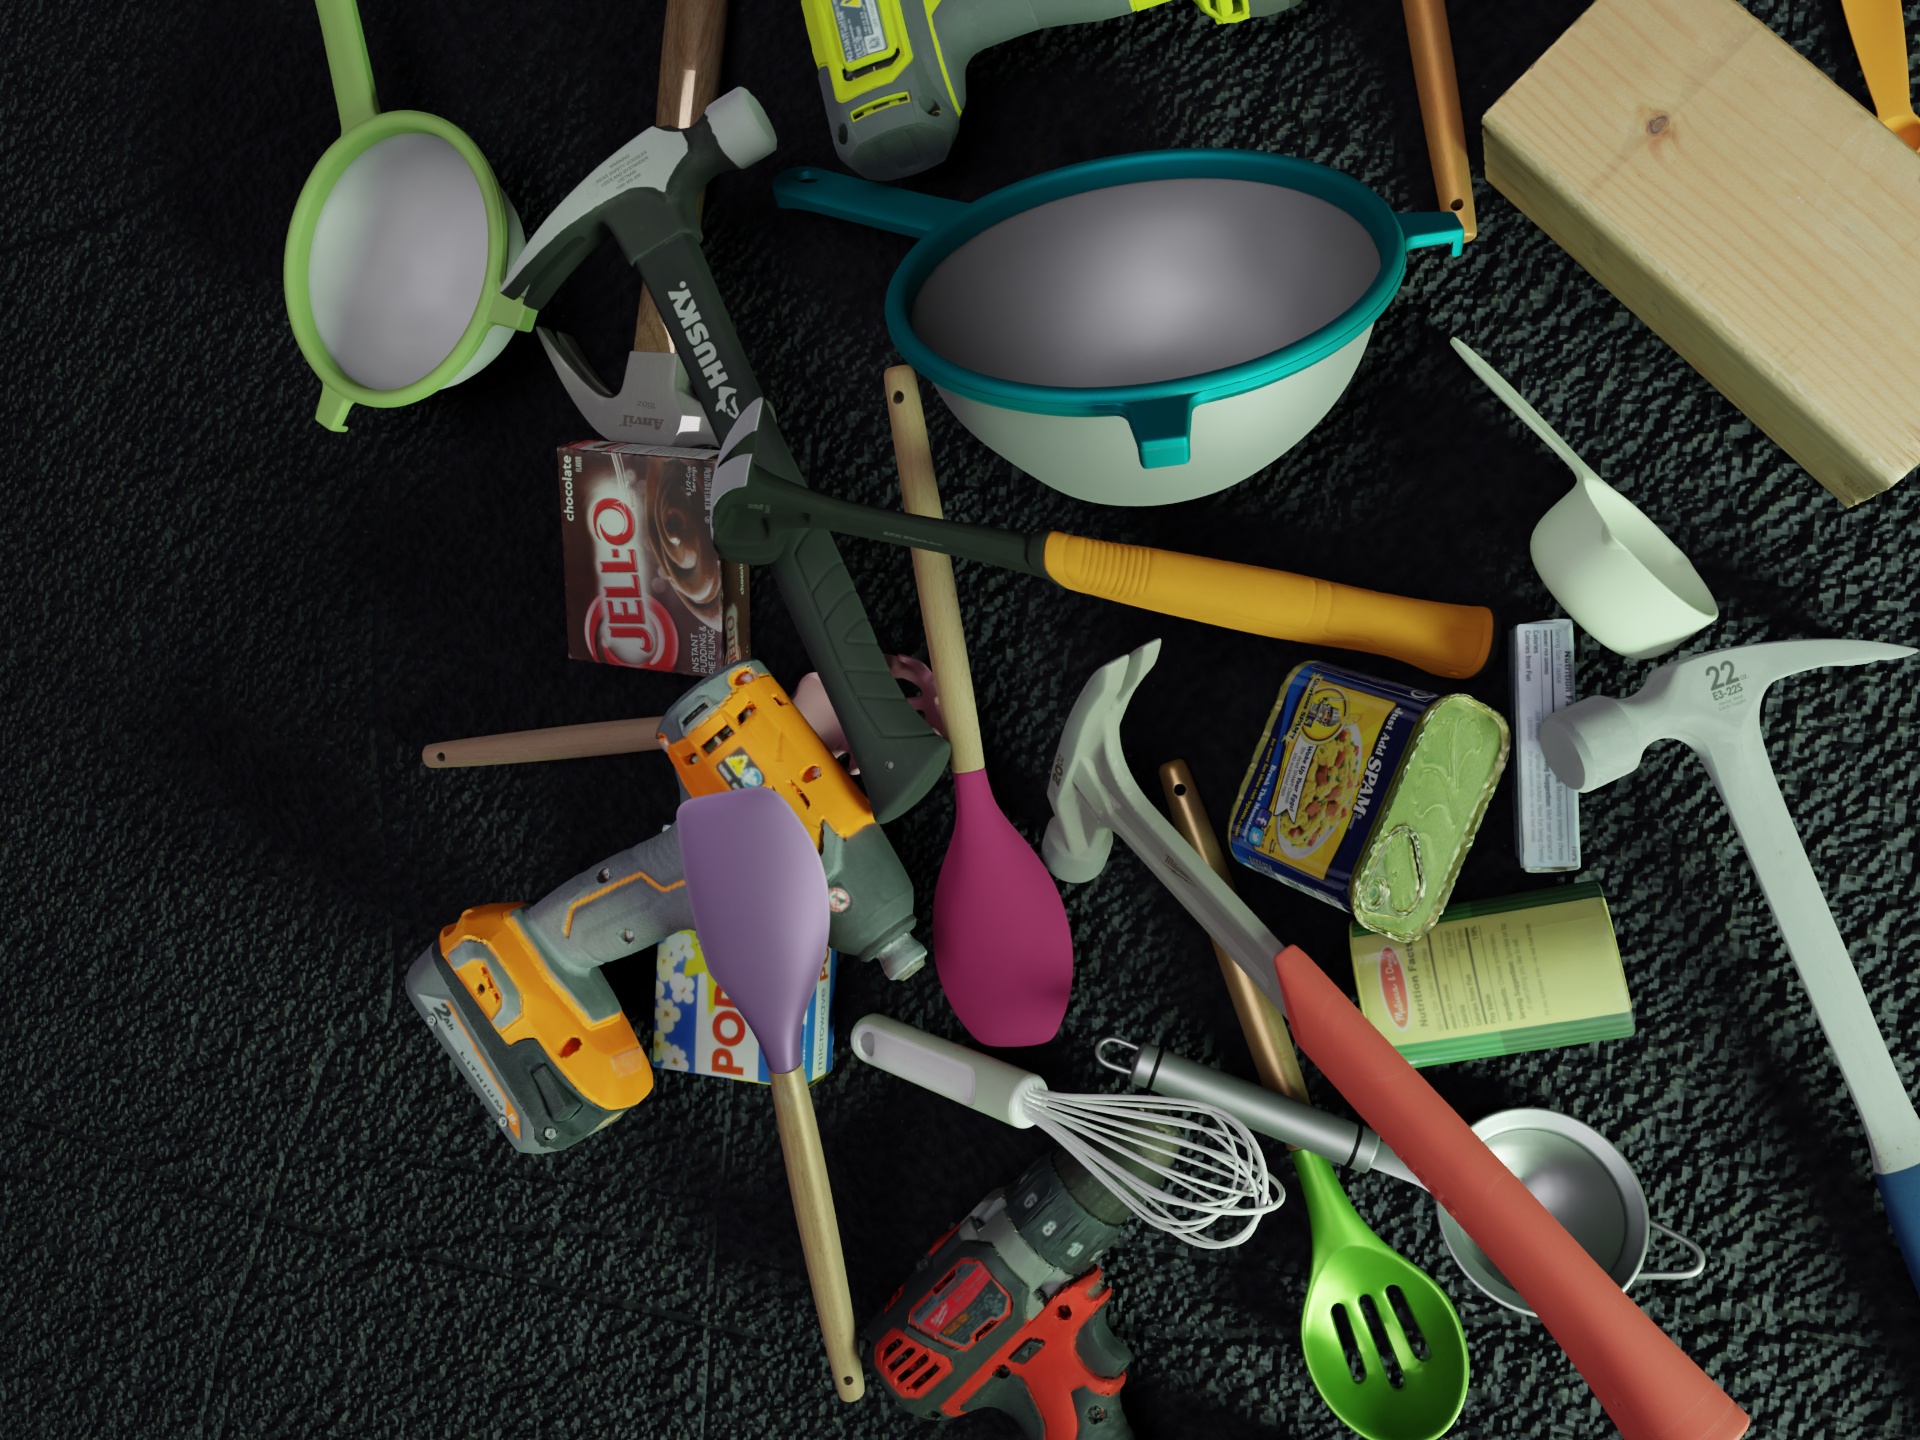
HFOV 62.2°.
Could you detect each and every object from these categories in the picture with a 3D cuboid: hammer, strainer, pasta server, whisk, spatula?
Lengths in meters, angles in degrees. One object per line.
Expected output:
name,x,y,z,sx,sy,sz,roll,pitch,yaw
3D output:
hammer,-0.094,-0.110,0.729,0.146,0.035,0.335,-26,83,14
strainer,0.180,0.186,0.683,0.258,0.050,0.087,20,65,9
hammer,0.160,0.130,0.629,0.359,0.036,0.149,48,150,25
strainer,-0.293,-0.286,0.846,0.151,0.069,0.256,-20,80,25
pasta server,-0.148,0.006,0.814,0.316,0.040,0.060,-6,97,20
hammer,0.065,-0.064,0.654,0.336,0.127,0.034,10,80,-8
whisk,0.036,0.173,0.708,0.246,0.059,0.058,11,99,44
spatula,0.191,-0.368,0.689,0.081,0.041,0.322,-9,89,18
strainer,0.035,-0.179,0.715,0.211,0.095,0.341,-39,46,-26
hammer,0.371,0.159,0.621,0.144,0.035,0.405,-22,88,-6
spatula,-0.072,0.177,0.717,0.060,0.018,0.315,-9,109,-5
hammer,-0.143,-0.301,0.811,0.130,0.031,0.331,7,93,19

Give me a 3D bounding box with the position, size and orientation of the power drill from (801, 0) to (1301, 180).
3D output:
power drill,0.032,-0.360,0.711,0.223,0.080,0.171,-15,82,13

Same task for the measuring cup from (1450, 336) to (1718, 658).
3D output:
measuring cup,0.246,-0.094,0.668,0.038,0.083,0.168,-48,59,31

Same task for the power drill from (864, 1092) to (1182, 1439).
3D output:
power drill,0.085,0.301,0.720,0.227,0.080,0.188,46,104,16

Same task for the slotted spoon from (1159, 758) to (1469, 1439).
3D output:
slotted spoon,0.149,0.166,0.719,0.070,0.031,0.314,-20,82,6

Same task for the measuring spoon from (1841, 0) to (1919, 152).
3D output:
measuring spoon,0.370,-0.281,0.645,0.021,0.011,0.117,-10,84,19

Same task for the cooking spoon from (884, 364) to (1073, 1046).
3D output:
cooking spoon,-0.001,-0.002,0.729,0.069,0.017,0.319,-8,96,20

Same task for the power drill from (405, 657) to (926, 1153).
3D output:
power drill,-0.132,0.102,0.747,0.226,0.084,0.164,-41,81,11
